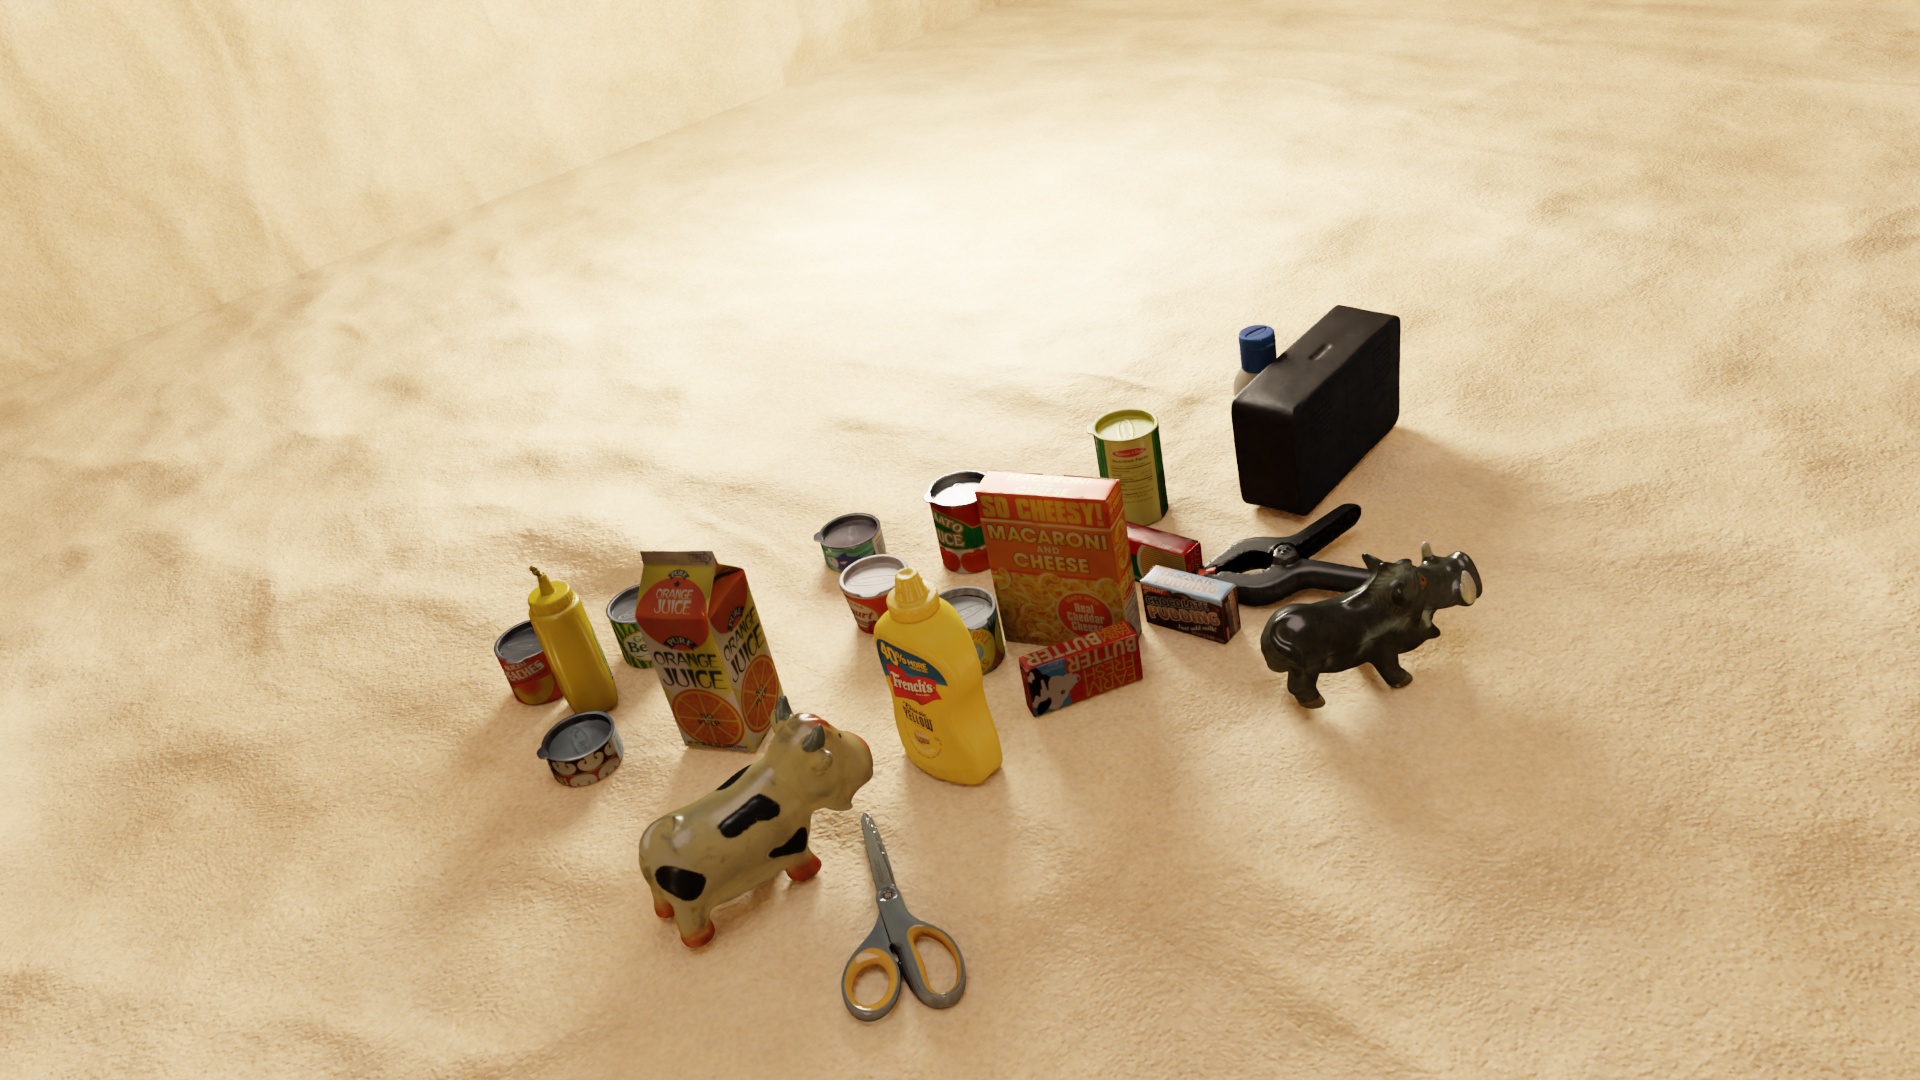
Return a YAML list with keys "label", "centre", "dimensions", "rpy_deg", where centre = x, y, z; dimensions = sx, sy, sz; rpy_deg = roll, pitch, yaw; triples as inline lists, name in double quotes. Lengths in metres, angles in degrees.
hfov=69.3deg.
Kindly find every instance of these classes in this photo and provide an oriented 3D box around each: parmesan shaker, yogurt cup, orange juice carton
- label: "parmesan shaker"
  centre: [0.169, -0.073, 1.399]
  dimensions: [0.071, 0.102, 0.072]
  rpy_deg: [-9, 33, 6]
- label: "yogurt cup"
  centre: [-0.078, 0.053, 1.332]
  dimensions: [0.072, 0.053, 0.073]
  rpy_deg: [-9, 33, 6]
- label: "orange juice carton"
  centre: [-0.218, 0.087, 1.198]
  dimensions: [0.072, 0.191, 0.073]
  rpy_deg: [1, 35, 20]

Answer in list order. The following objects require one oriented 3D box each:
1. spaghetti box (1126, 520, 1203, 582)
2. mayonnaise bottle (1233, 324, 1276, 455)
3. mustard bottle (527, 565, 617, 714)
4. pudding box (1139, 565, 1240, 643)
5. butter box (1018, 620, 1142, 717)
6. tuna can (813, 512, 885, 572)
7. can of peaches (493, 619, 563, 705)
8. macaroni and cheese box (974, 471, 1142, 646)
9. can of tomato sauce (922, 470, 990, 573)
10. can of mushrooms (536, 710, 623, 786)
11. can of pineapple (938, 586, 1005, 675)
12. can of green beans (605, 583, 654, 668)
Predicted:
- label: "spaghetti box"
  centre: [0.123, -0.003, 1.356]
  dimensions: [0.250, 0.050, 0.029]
  rpy_deg: [18, 43, 38]
- label: "mayonnaise bottle"
  centre: [0.309, -0.148, 1.427]
  dimensions: [0.065, 0.147, 0.041]
  rpy_deg: [-28, 35, -23]
- label: "mustard bottle"
  centre: [-0.361, 0.088, 1.273]
  dimensions: [0.049, 0.159, 0.065]
  rpy_deg: [-25, 35, -19]
- label: "pudding box"
  centre: [0.205, 0.056, 1.239]
  dimensions: [0.084, 0.049, 0.030]
  rpy_deg: [15, 41, 35]
- label: "butter box"
  centre: [0.103, 0.109, 1.188]
  dimensions: [0.104, 0.053, 0.024]
  rpy_deg: [-18, 33, -10]
- label: "tuna can"
  centre: [-0.114, 0.003, 1.441]
  dimensions: [0.071, 0.032, 0.071]
  rpy_deg: [-8, 33, 6]
- label: "can of peaches"
  centre: [-0.408, 0.118, 1.337]
  dimensions: [0.071, 0.057, 0.071]
  rpy_deg: [-9, 33, 6]
- label: "macaroni and cheese box"
  centre: [0.088, 0.020, 1.226]
  dimensions: [0.124, 0.165, 0.040]
  rpy_deg: [5, 36, 25]
- label: "can of tomato sauce"
  centre: [0.005, -0.017, 1.386]
  dimensions: [0.071, 0.082, 0.071]
  rpy_deg: [-9, 33, 6]
- label: "can of mushrooms"
  centre: [-0.337, 0.186, 1.233]
  dimensions: [0.071, 0.033, 0.071]
  rpy_deg: [-9, 33, 6]
- label: "can of pineapple"
  centre: [0.004, 0.084, 1.254]
  dimensions: [0.071, 0.057, 0.071]
  rpy_deg: [-9, 33, 6]
- label: "can of green beans"
  centre: [-0.306, 0.083, 1.357]
  dimensions: [0.071, 0.057, 0.071]
  rpy_deg: [-9, 33, 6]
